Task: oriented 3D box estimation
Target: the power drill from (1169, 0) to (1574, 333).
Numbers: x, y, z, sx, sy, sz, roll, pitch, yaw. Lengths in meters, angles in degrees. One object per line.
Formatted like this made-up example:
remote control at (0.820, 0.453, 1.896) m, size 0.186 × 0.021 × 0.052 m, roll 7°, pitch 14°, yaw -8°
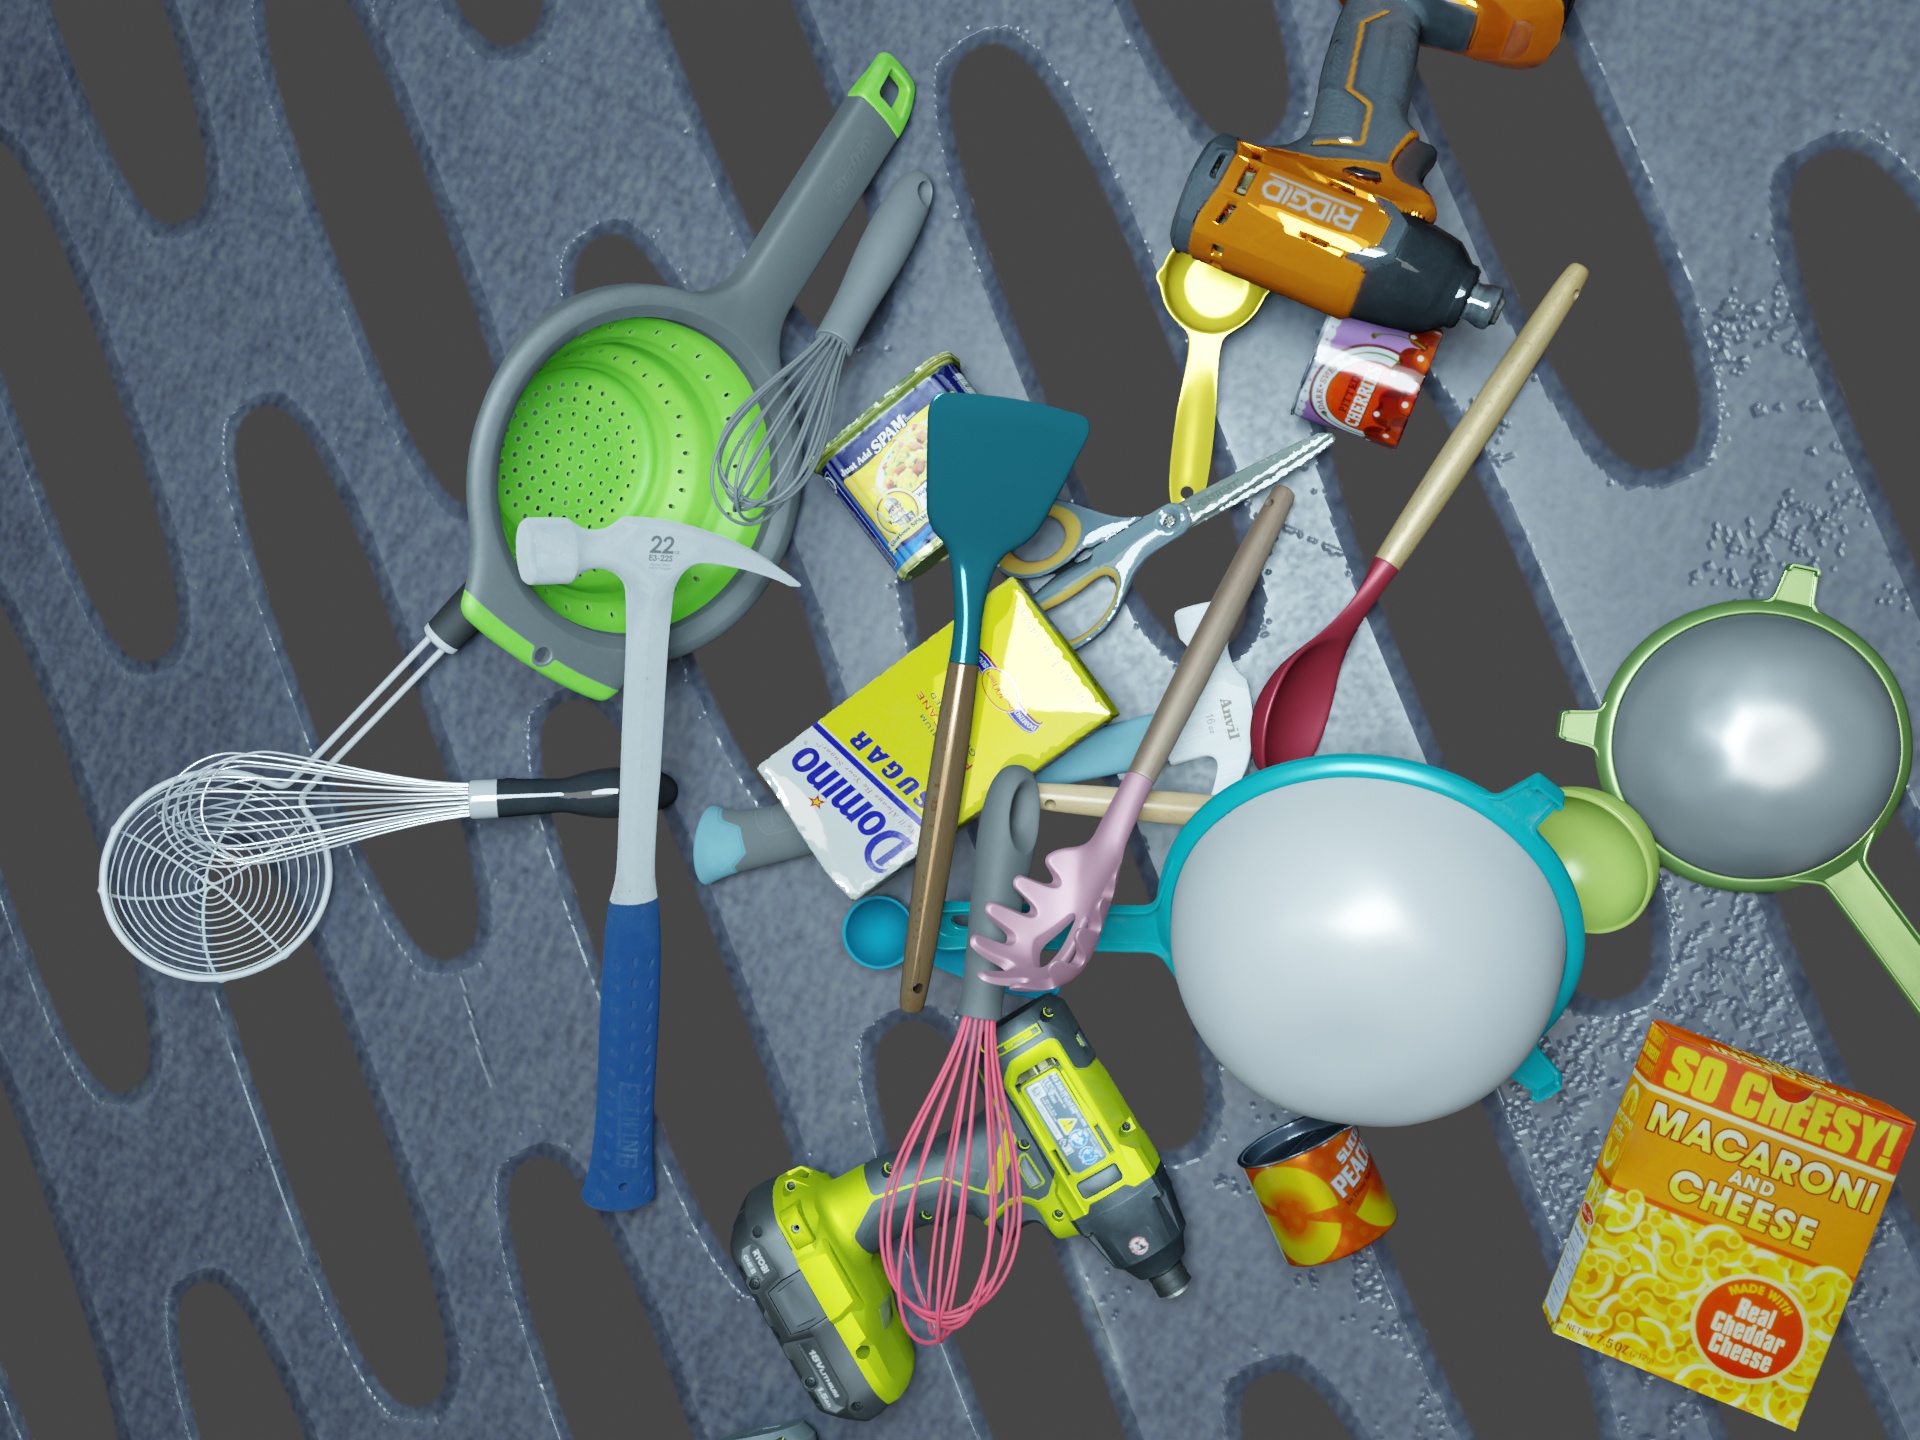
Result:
power drill at (0.226, -0.301, 0.792) m, size 0.164 × 0.084 × 0.226 m, roll 27°, pitch 81°, yaw 12°

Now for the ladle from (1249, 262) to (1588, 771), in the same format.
ladle at (0.239, -0.104, 0.837) m, size 0.031 × 0.069 × 0.315 m, roll 34°, pitch 93°, yaw 37°

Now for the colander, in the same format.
colander at (-0.154, -0.208, 0.893) m, size 0.095 × 0.204 × 0.397 m, roll 21°, pitch 77°, yaw 45°

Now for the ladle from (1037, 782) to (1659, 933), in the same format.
ladle at (0.192, 0.058, 0.816) m, size 0.320 × 0.062 × 0.078 m, roll 5°, pitch 120°, yaw 3°

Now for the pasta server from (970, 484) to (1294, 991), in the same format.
pasta server at (0.100, 0.003, 0.810) m, size 0.060 × 0.040 × 0.316 m, roll 10°, pitch 64°, yaw 45°

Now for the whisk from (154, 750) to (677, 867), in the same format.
whisk at (-0.305, 0.046, 0.908) m, size 0.284 × 0.070 × 0.070 m, roll -3°, pitch 90°, yaw -12°

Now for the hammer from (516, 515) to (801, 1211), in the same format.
hammer at (-0.174, 0.088, 0.877) m, size 0.144 × 0.035 × 0.405 m, roll -3°, pitch 110°, yaw -27°

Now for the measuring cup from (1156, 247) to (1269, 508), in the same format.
measuring cup at (0.133, -0.189, 0.872) m, size 0.062 × 0.029 × 0.156 m, roll 9°, pitch 104°, yaw 13°

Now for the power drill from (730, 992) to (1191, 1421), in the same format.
power drill at (0.003, 0.278, 0.875) m, size 0.223 × 0.080 × 0.171 m, roll -32°, pitch 84°, yaw 8°

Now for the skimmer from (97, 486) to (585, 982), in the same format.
skimmer at (-0.353, 0.001, 0.940) m, size 0.363 × 0.090 × 0.127 m, roll -44°, pitch 106°, yaw 7°

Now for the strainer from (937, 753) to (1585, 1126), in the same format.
strainer at (0.132, 0.129, 0.796) m, size 0.340 × 0.095 × 0.210 m, roll -1°, pitch 120°, yaw 18°

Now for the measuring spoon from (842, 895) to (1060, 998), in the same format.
measuring spoon at (-0.005, 0.133, 0.907) m, size 0.128 × 0.021 × 0.042 m, roll 18°, pitch 93°, yaw 2°

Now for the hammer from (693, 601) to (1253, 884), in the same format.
hammer at (0.003, 0.035, 0.893) m, size 0.331 × 0.033 × 0.128 m, roll -14°, pitch 86°, yaw 12°

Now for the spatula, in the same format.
spatula at (-0.001, -0.003, 0.807) m, size 0.082 × 0.044 × 0.317 m, roll 7°, pitch 96°, yaw -16°

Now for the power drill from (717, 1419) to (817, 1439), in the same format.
power drill at (-0.173, 0.515, 0.898) m, size 0.228 × 0.080 × 0.191 m, roll -14°, pitch 73°, yaw 12°

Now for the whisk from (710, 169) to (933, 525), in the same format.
whisk at (-0.071, -0.209, 0.867) m, size 0.055 × 0.055 × 0.239 m, roll 22°, pitch 71°, yaw 11°

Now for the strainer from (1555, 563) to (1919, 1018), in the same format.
strainer at (0.428, 0.057, 0.783) m, size 0.151 × 0.069 × 0.256 m, roll -35°, pitch 82°, yaw 10°

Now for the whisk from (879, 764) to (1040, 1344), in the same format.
whisk at (0.007, 0.169, 0.808) m, size 0.073 × 0.073 × 0.296 m, roll 8°, pitch 89°, yaw 12°
